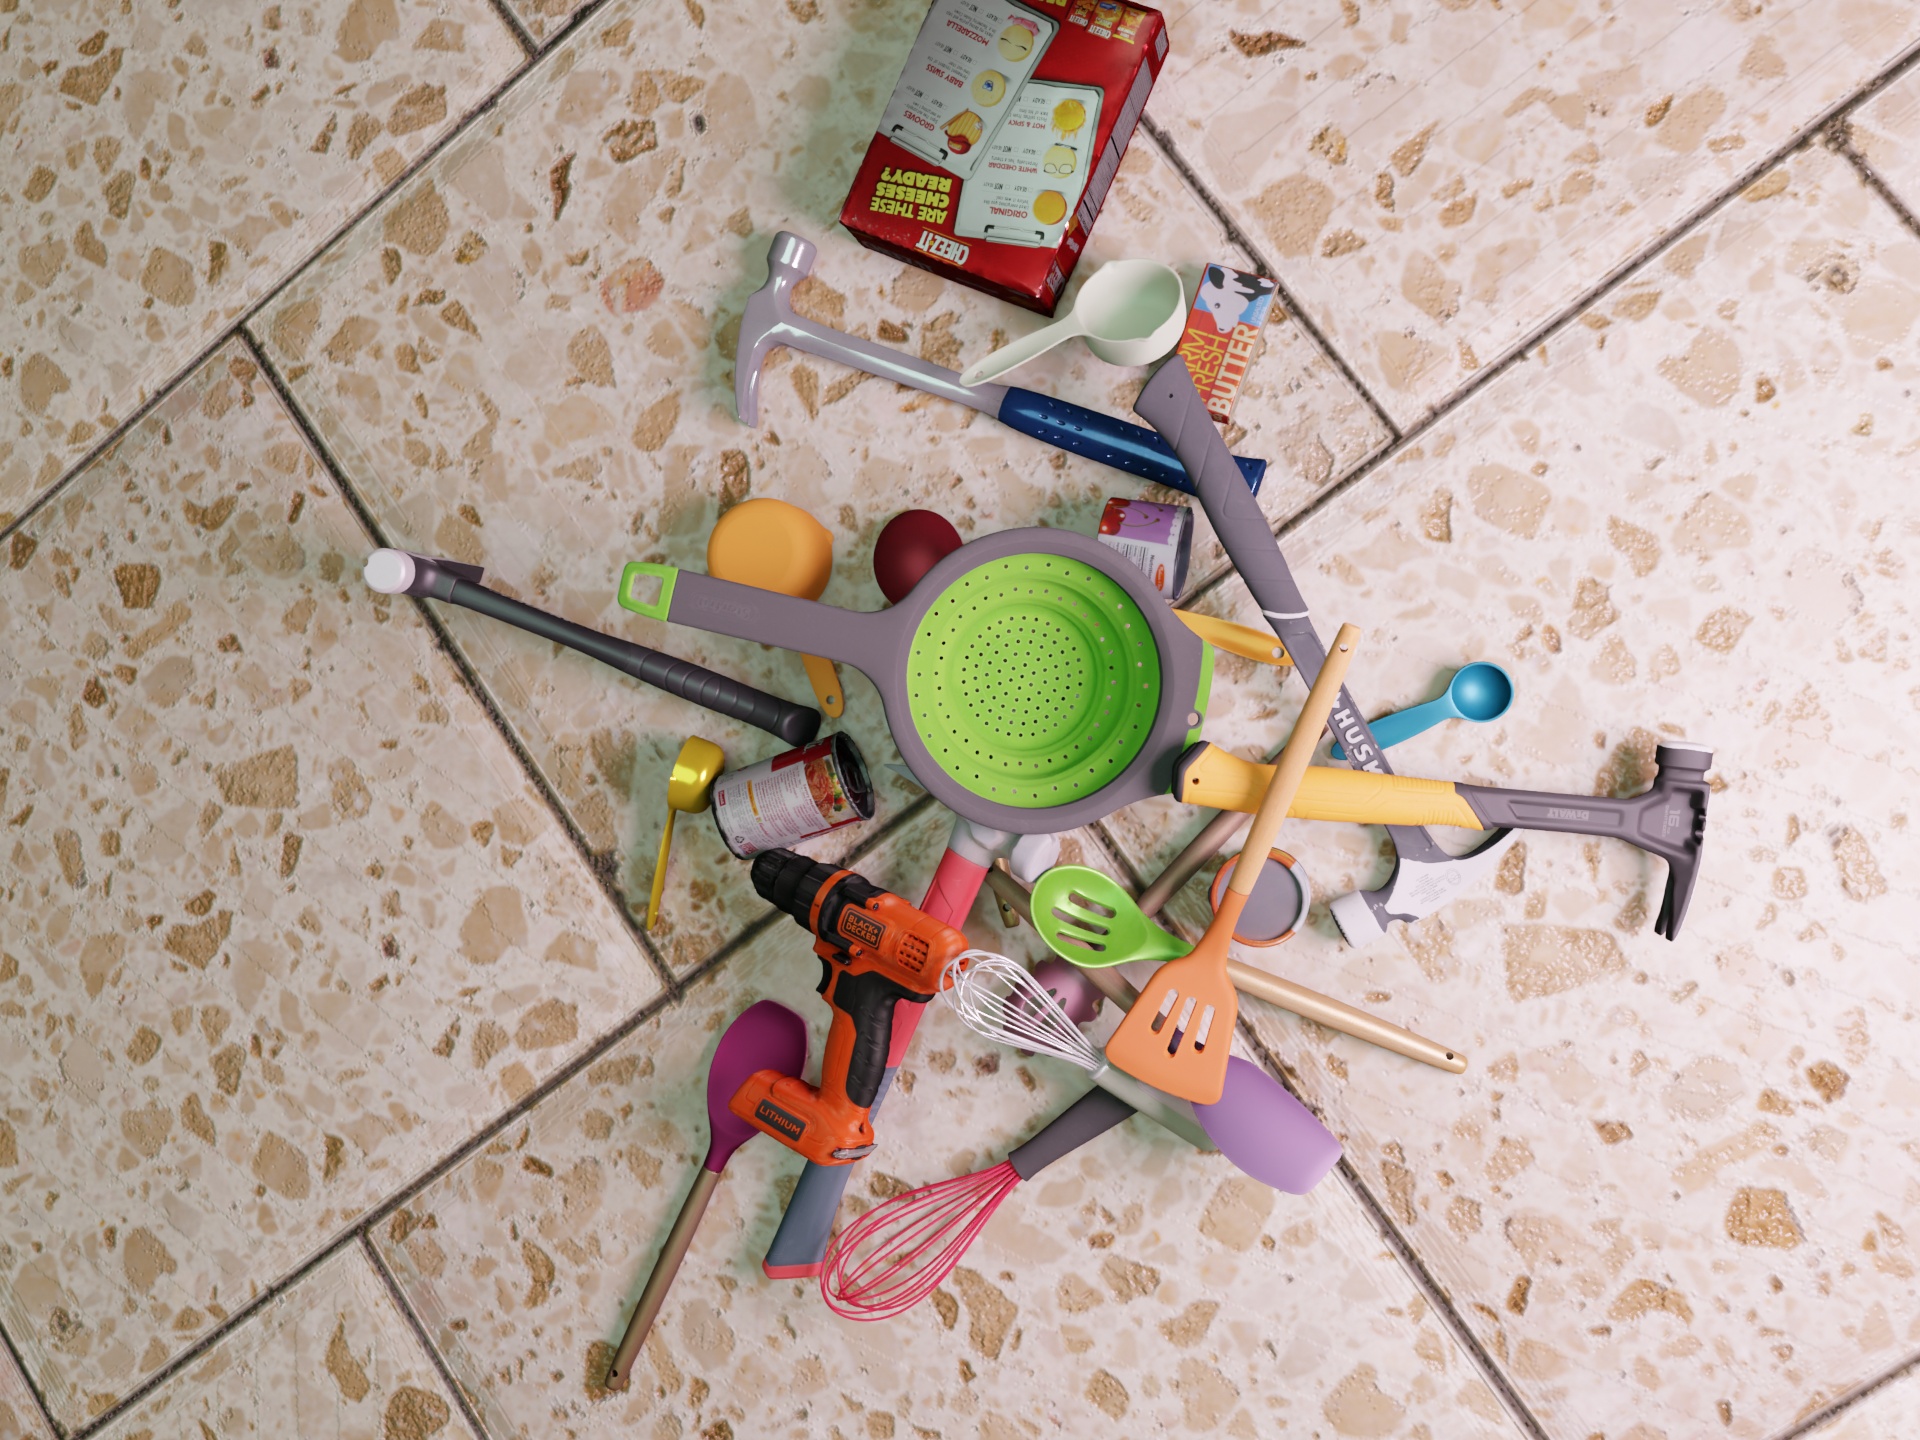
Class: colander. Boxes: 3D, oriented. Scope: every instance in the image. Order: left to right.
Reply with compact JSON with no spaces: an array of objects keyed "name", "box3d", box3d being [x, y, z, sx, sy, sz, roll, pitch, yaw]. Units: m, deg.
[{"name":"colander","box3d":[-0.032,-0.047,1.090,0.397,0.094,0.204,13,93,-4]}]

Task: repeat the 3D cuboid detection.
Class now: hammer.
[{"name":"hammer","box3d":[-0.262,-0.053,1.184,0.335,0.146,0.035,21,93,2]},{"name":"hammer","box3d":[-0.066,0.223,1.140,0.143,0.038,0.386,30,101,31]},{"name":"hammer","box3d":[0.020,-0.227,1.153,0.405,0.035,0.144,22,92,13]},{"name":"hammer","box3d":[0.231,-0.057,1.058,0.149,0.036,0.409,-29,93,9]},{"name":"hammer","box3d":[0.305,0.061,1.029,0.337,0.034,0.127,6,95,5]}]

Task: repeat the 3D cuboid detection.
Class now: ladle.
[{"name":"ladle","box3d":[-0.002,-0.004,1.155,0.069,0.031,0.315,-15,86,10]}]

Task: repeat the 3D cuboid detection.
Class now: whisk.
[{"name":"whisk","box3d":[0.025,0.326,1.120,0.296,0.073,0.073,-36,80,3]},{"name":"whisk","box3d":[0.087,0.224,1.063,0.246,0.058,0.059,35,119,-19]}]

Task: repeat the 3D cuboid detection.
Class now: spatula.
[{"name":"spatula","box3d":[0.119,0.196,1.070,0.060,0.018,0.316,-42,65,-13]},{"name":"spatula","box3d":[0.186,0.089,1.011,0.081,0.041,0.322,23,106,11]}]

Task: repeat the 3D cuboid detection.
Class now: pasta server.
[{"name":"pasta server","box3d":[0.144,0.117,1.115,0.060,0.040,0.316,44,93,11]}]

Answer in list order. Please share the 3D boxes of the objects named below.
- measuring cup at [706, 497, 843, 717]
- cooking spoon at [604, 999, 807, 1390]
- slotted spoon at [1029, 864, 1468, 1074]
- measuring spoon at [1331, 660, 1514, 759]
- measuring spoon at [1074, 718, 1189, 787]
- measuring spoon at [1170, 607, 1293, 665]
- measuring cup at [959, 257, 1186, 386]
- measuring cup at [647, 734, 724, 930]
[{"name":"measuring cup","box3d":[-0.128,-0.083,1.172,0.095,0.052,0.174,-24,80,11]},{"name":"cooking spoon","box3d":[-0.196,0.357,1.188,0.069,0.017,0.319,26,93,14]},{"name":"slotted spoon","box3d":[0.193,0.176,1.075,0.314,0.031,0.070,21,62,3]},{"name":"measuring spoon","box3d":[0.314,-0.004,1.086,0.128,0.021,0.042,-25,96,20]},{"name":"measuring spoon","box3d":[0.109,0.025,1.135,0.124,0.018,0.034,-30,81,17]},{"name":"measuring spoon","box3d":[0.182,-0.062,1.122,0.117,0.011,0.021,19,92,10]},{"name":"measuring cup","box3d":[0.080,-0.264,1.119,0.167,0.038,0.083,-24,57,7]},{"name":"measuring cup","box3d":[-0.207,0.088,1.191,0.029,0.062,0.156,15,102,4]}]
